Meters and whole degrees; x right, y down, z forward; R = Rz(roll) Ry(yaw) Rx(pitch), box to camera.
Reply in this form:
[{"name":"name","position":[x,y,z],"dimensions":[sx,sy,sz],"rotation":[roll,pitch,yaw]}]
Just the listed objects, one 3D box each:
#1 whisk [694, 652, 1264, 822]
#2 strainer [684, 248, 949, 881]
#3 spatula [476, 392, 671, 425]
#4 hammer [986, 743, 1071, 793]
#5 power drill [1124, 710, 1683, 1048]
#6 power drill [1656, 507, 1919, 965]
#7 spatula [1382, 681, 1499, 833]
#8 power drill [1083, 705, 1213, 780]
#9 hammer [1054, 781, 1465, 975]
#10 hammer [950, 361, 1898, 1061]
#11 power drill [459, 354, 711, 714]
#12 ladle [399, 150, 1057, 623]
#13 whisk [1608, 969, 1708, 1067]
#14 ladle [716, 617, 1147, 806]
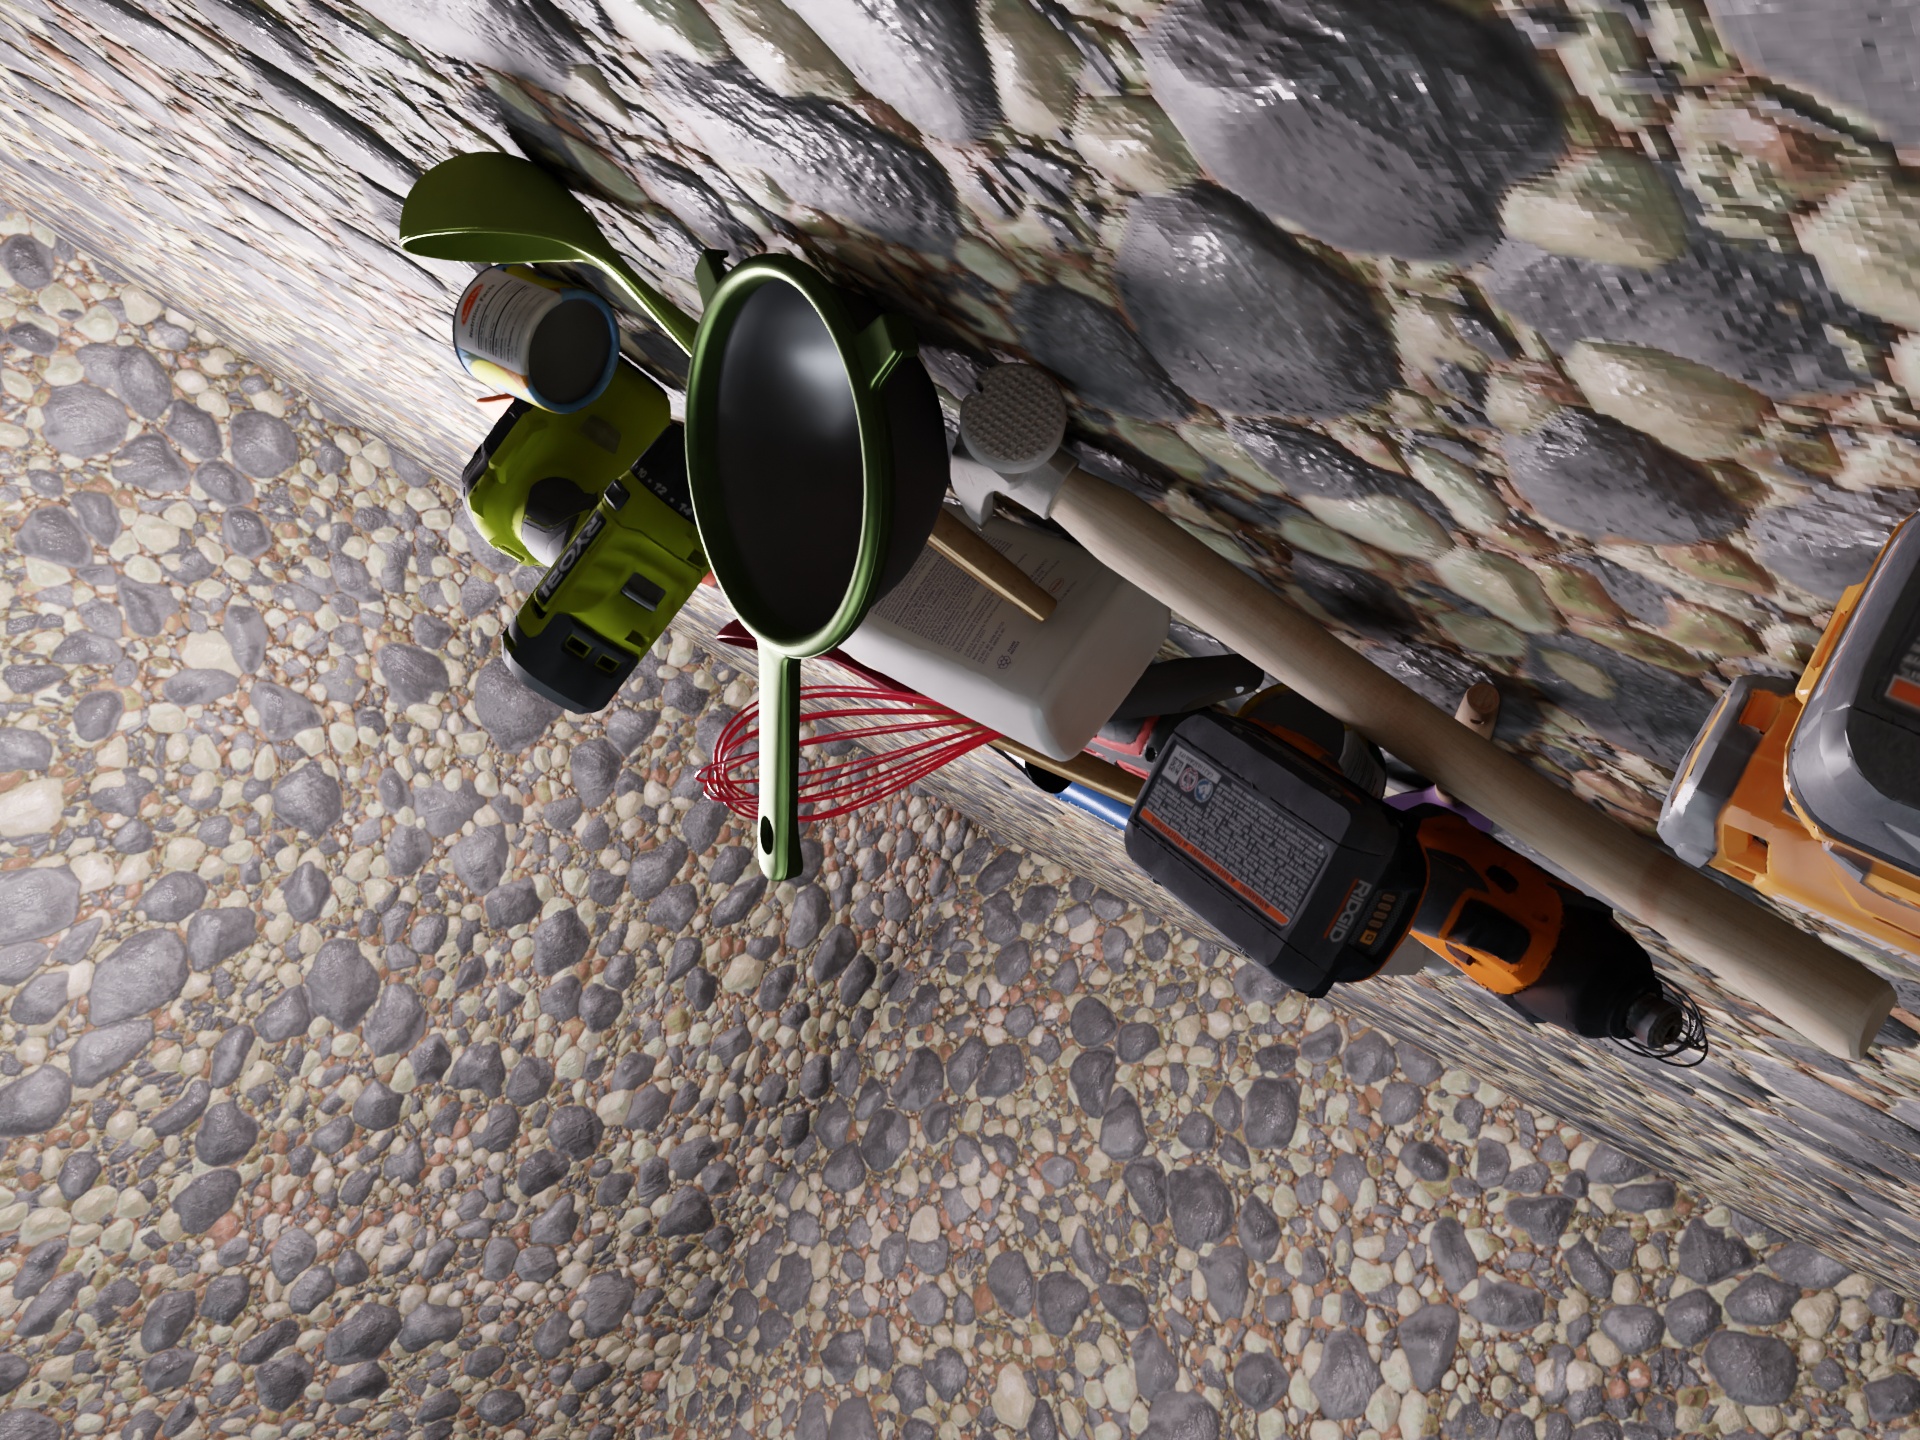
[{"name":"whisk","position":[0.006,0.002,0.808],"dimensions":[0.296,0.073,0.073],"rotation":[-11,166,8]},{"name":"strainer","position":[-0.049,-0.055,0.634],"dimensions":[0.069,0.256,0.152],"rotation":[-13,-151,-32]},{"name":"spatula","position":[-0.220,-0.188,1.070],"dimensions":[0.323,0.041,0.080],"rotation":[23,170,46]},{"name":"hammer","position":[-0.075,-0.065,1.176],"dimensions":[0.409,0.036,0.149],"rotation":[36,180,28]},{"name":"power drill","position":[0.198,0.078,0.681],"dimensions":[0.226,0.084,0.164],"rotation":[18,-167,-38]},{"name":"power drill","position":[0.270,0.033,0.368],"dimensions":[0.185,0.084,0.226],"rotation":[27,178,21]},{"name":"spatula","position":[0.236,0.028,0.766],"dimensions":[0.060,0.018,0.315],"rotation":[13,170,15]},{"name":"power drill","position":[0.032,-0.039,0.949],"dimensions":[0.188,0.080,0.226],"rotation":[25,175,45]},{"name":"hammer","position":[0.175,0.098,1.139],"dimensions":[0.144,0.035,0.406],"rotation":[3,-168,-28]},{"name":"hammer","position":[0.173,0.002,0.623],"dimensions":[0.410,0.038,0.146],"rotation":[34,176,3]},{"name":"power drill","position":[-0.186,-0.127,0.863],"dimensions":[0.080,0.190,0.229],"rotation":[34,-173,-36]},{"name":"ladle","position":[-0.094,-0.132,0.683],"dimensions":[0.320,0.062,0.078],"rotation":[37,-178,-9]},{"name":"whisk","position":[0.363,0.144,1.017],"dimensions":[0.239,0.055,0.055],"rotation":[32,175,23]},{"name":"ladle","position":[-0.001,-0.003,0.879],"dimensions":[0.315,0.031,0.069],"rotation":[23,-177,23]}]
